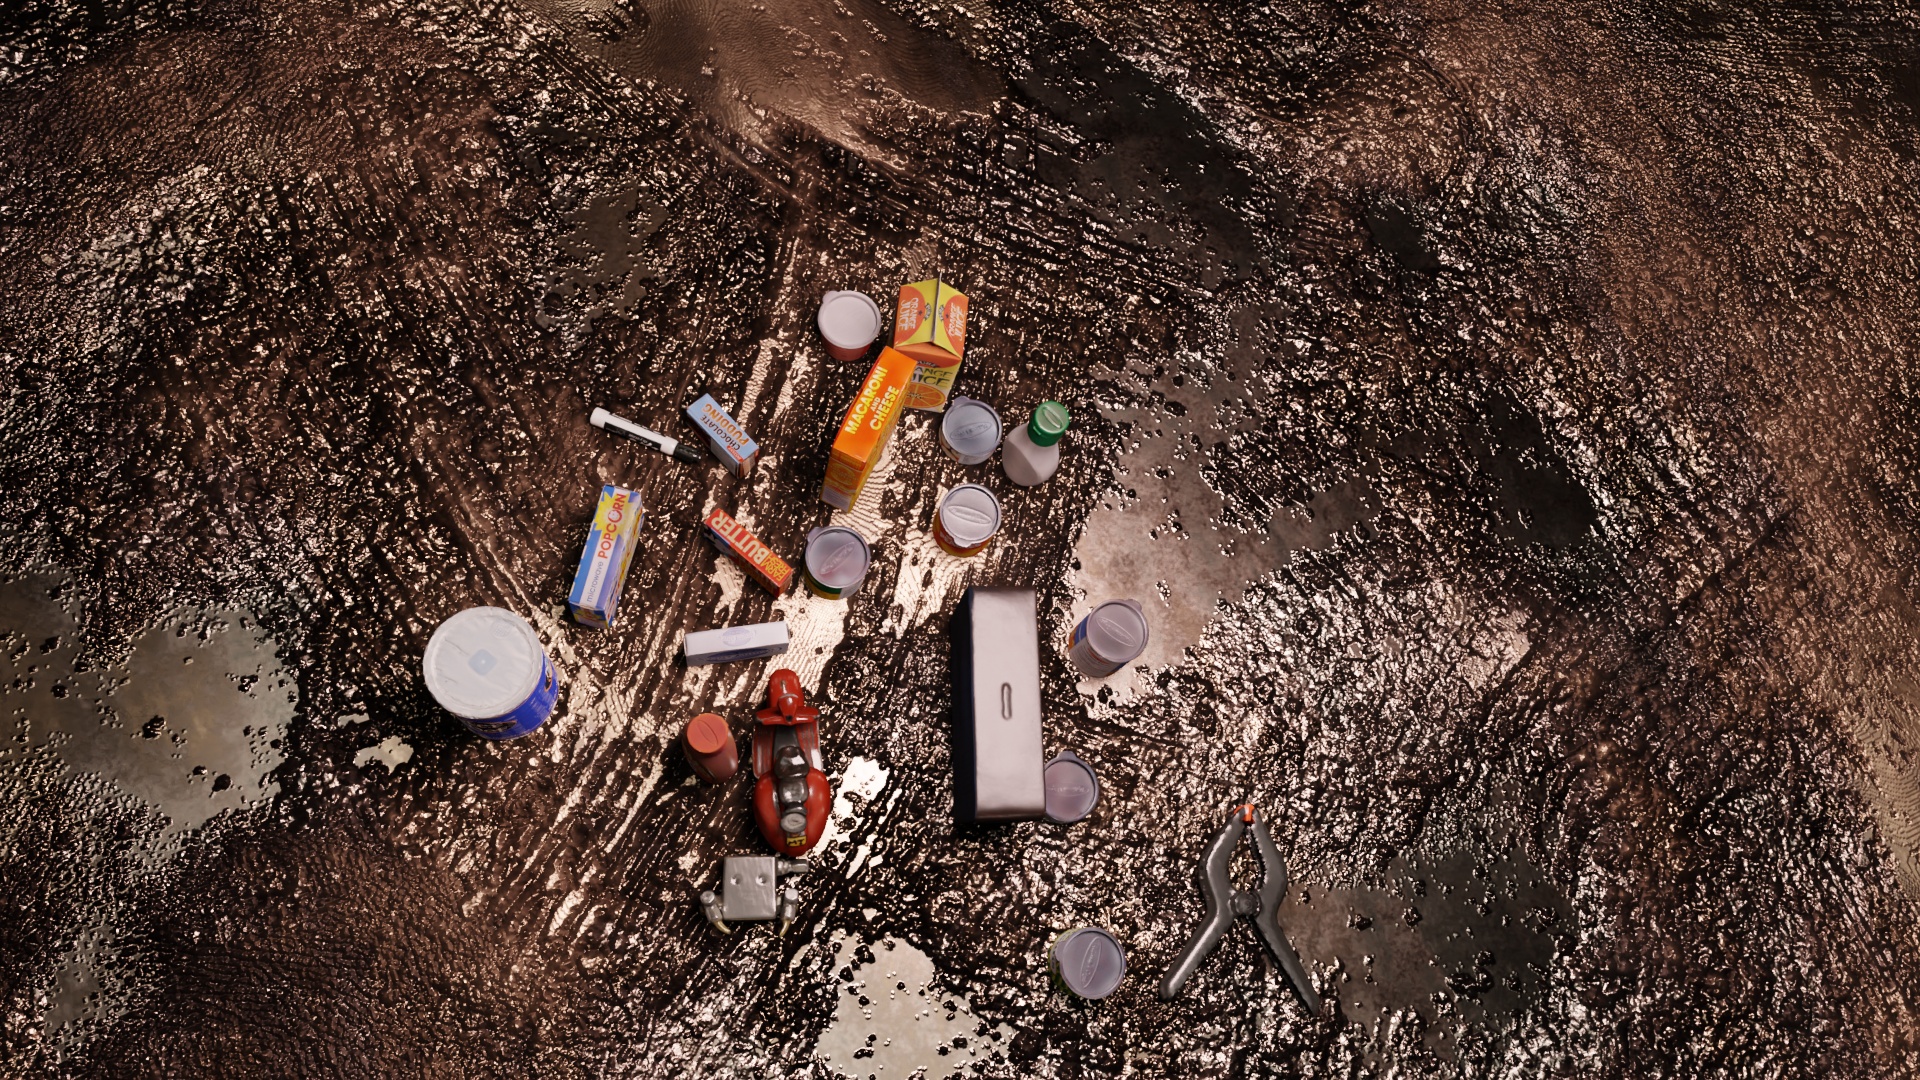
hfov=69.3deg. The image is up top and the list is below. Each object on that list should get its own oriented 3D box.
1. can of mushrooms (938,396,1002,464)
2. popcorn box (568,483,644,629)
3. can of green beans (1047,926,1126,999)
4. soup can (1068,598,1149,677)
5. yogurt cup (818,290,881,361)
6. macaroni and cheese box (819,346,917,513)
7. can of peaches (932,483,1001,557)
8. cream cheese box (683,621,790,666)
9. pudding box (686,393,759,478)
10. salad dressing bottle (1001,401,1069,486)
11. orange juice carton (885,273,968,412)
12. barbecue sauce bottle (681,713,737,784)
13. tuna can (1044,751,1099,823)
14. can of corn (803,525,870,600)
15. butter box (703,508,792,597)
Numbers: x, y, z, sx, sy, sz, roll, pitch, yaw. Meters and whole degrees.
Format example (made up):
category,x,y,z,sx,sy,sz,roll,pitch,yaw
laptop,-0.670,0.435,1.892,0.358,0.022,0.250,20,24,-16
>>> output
category,x,y,z,sx,sy,sz,roll,pitch,yaw
can of mushrooms,0.010,-0.120,1.519,0.071,0.033,0.071,3,73,-9
popcorn box,-0.353,0.018,1.386,0.038,0.085,0.127,14,71,-5
can of green beans,0.123,0.413,1.359,0.071,0.057,0.071,3,73,-9
soup can,0.155,0.101,1.448,0.071,0.083,0.071,3,73,-9
yogurt cup,-0.123,-0.231,1.520,0.072,0.053,0.072,3,73,-9
macaroni and cheese box,-0.097,-0.110,1.427,0.040,0.166,0.124,26,71,-1
can of peaches,0.005,-0.018,1.473,0.071,0.058,0.071,3,73,-9
cream cheese box,-0.225,0.104,1.398,0.104,0.053,0.024,-7,75,-12
pudding box,-0.251,-0.110,1.462,0.030,0.049,0.084,-42,84,-18
salad dressing bottle,0.081,-0.102,1.465,0.044,0.147,0.064,-38,83,-18
orange juice carton,-0.038,-0.205,1.453,0.073,0.192,0.072,8,72,-7
barbecue sauce bottle,-0.239,0.193,1.318,0.044,0.148,0.065,-36,82,-17
tuna can,0.106,0.253,1.419,0.071,0.032,0.071,3,73,-9
can of corn,-0.131,0.022,1.437,0.071,0.058,0.071,3,73,-9
butter box,-0.218,0.013,1.428,0.103,0.053,0.024,40,71,4
